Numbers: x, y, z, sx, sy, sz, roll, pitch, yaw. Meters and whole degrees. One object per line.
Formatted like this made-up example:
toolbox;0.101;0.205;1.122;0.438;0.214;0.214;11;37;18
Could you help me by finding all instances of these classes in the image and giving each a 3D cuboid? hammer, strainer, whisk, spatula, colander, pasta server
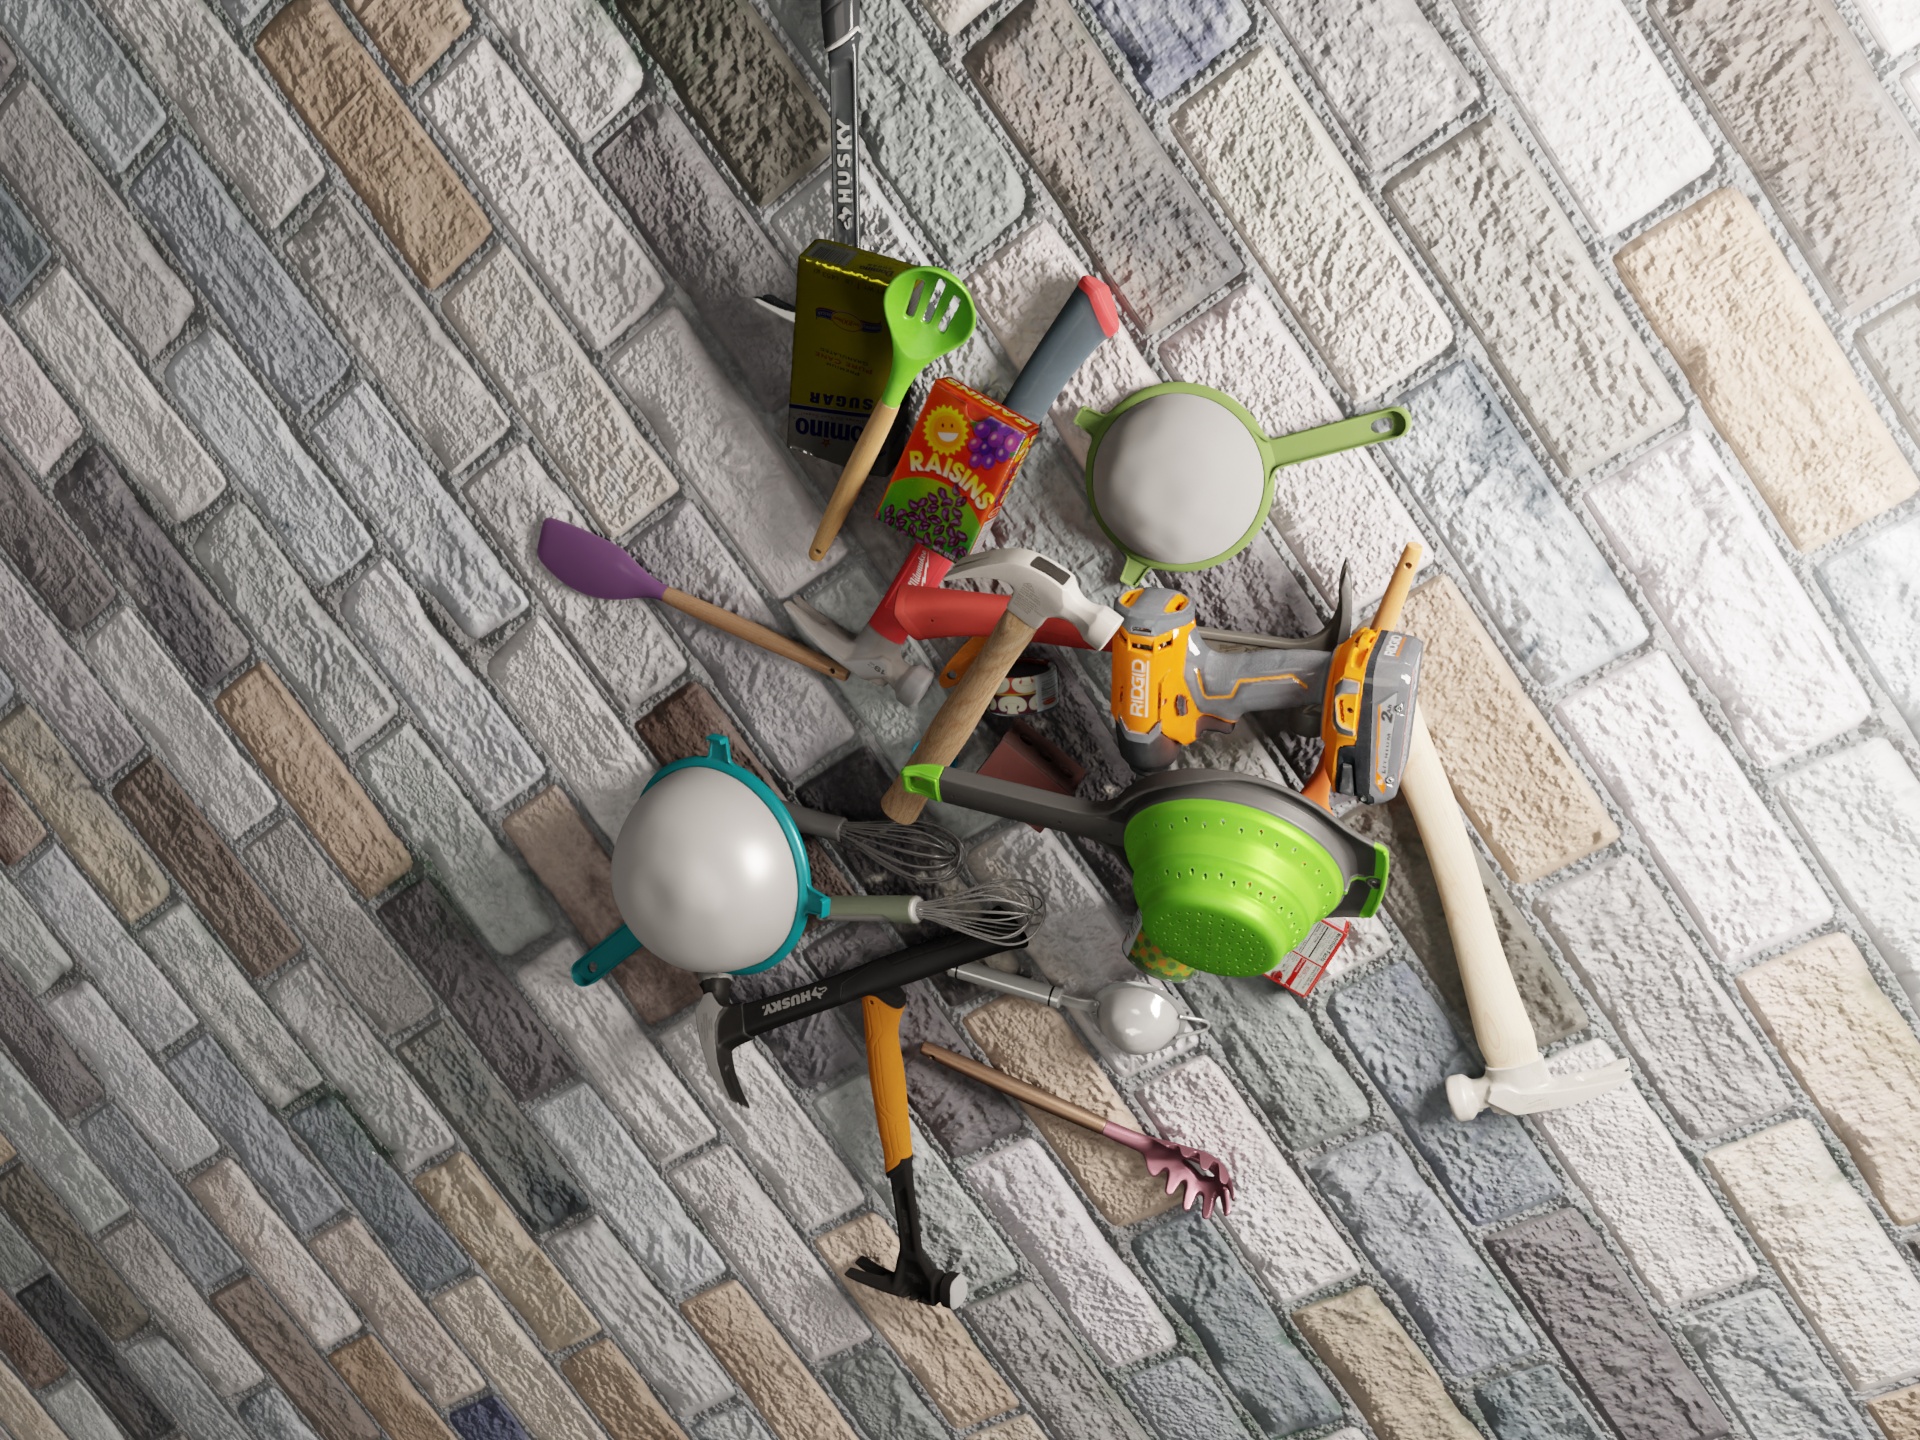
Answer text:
hammer;0.004;-0.017;1.286;0.130;0.031;0.331;38;137;4
strainer;-0.288;0.177;1.473;0.340;0.095;0.211;-38;82;32
hammer;0.411;0.132;1.280;0.146;0.038;0.410;-17;103;21
hammer;0.125;-0.079;1.265;0.359;0.037;0.149;8;121;8
whisk;-0.032;0.170;1.417;0.246;0.057;0.059;-4;67;32
whisk;-0.108;0.101;1.436;0.239;0.055;0.055;12;113;18
hammer;-0.094;-0.499;1.218;0.149;0.036;0.408;6;110;17
hammer;-0.093;0.245;1.456;0.335;0.146;0.035;-21;146;17
hammer;-0.002;-0.196;1.295;0.143;0.038;0.386;36;116;5
spatula;-0.241;-0.101;1.418;0.316;0.018;0.059;23;116;10
strainer;0.211;-0.191;1.208;0.256;0.069;0.151;-12;105;23
hammer;-0.068;0.404;1.530;0.127;0.034;0.336;4;108;30
strainer;0.093;0.253;1.428;0.258;0.050;0.086;14;127;16
colander;0.127;0.116;1.254;0.397;0.095;0.204;13;146;15
pasta server;0.105;0.369;1.465;0.316;0.040;0.060;22;126;11
spatula;0.298;0.008;1.237;0.081;0.041;0.322;19;124;9

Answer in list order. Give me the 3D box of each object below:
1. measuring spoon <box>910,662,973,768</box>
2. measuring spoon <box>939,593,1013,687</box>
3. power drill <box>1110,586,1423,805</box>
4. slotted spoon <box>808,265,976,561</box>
measuring spoon;-0.002;-0.004;1.377;0.042;0.021;0.128;29;110;3
measuring spoon;0.019;-0.068;1.351;0.021;0.011;0.117;38;120;-10
power drill;0.223;-0.006;1.203;0.226;0.084;0.164;11;120;20
slotted spoon;-0.066;-0.232;1.243;0.070;0.031;0.313;25;136;-7
